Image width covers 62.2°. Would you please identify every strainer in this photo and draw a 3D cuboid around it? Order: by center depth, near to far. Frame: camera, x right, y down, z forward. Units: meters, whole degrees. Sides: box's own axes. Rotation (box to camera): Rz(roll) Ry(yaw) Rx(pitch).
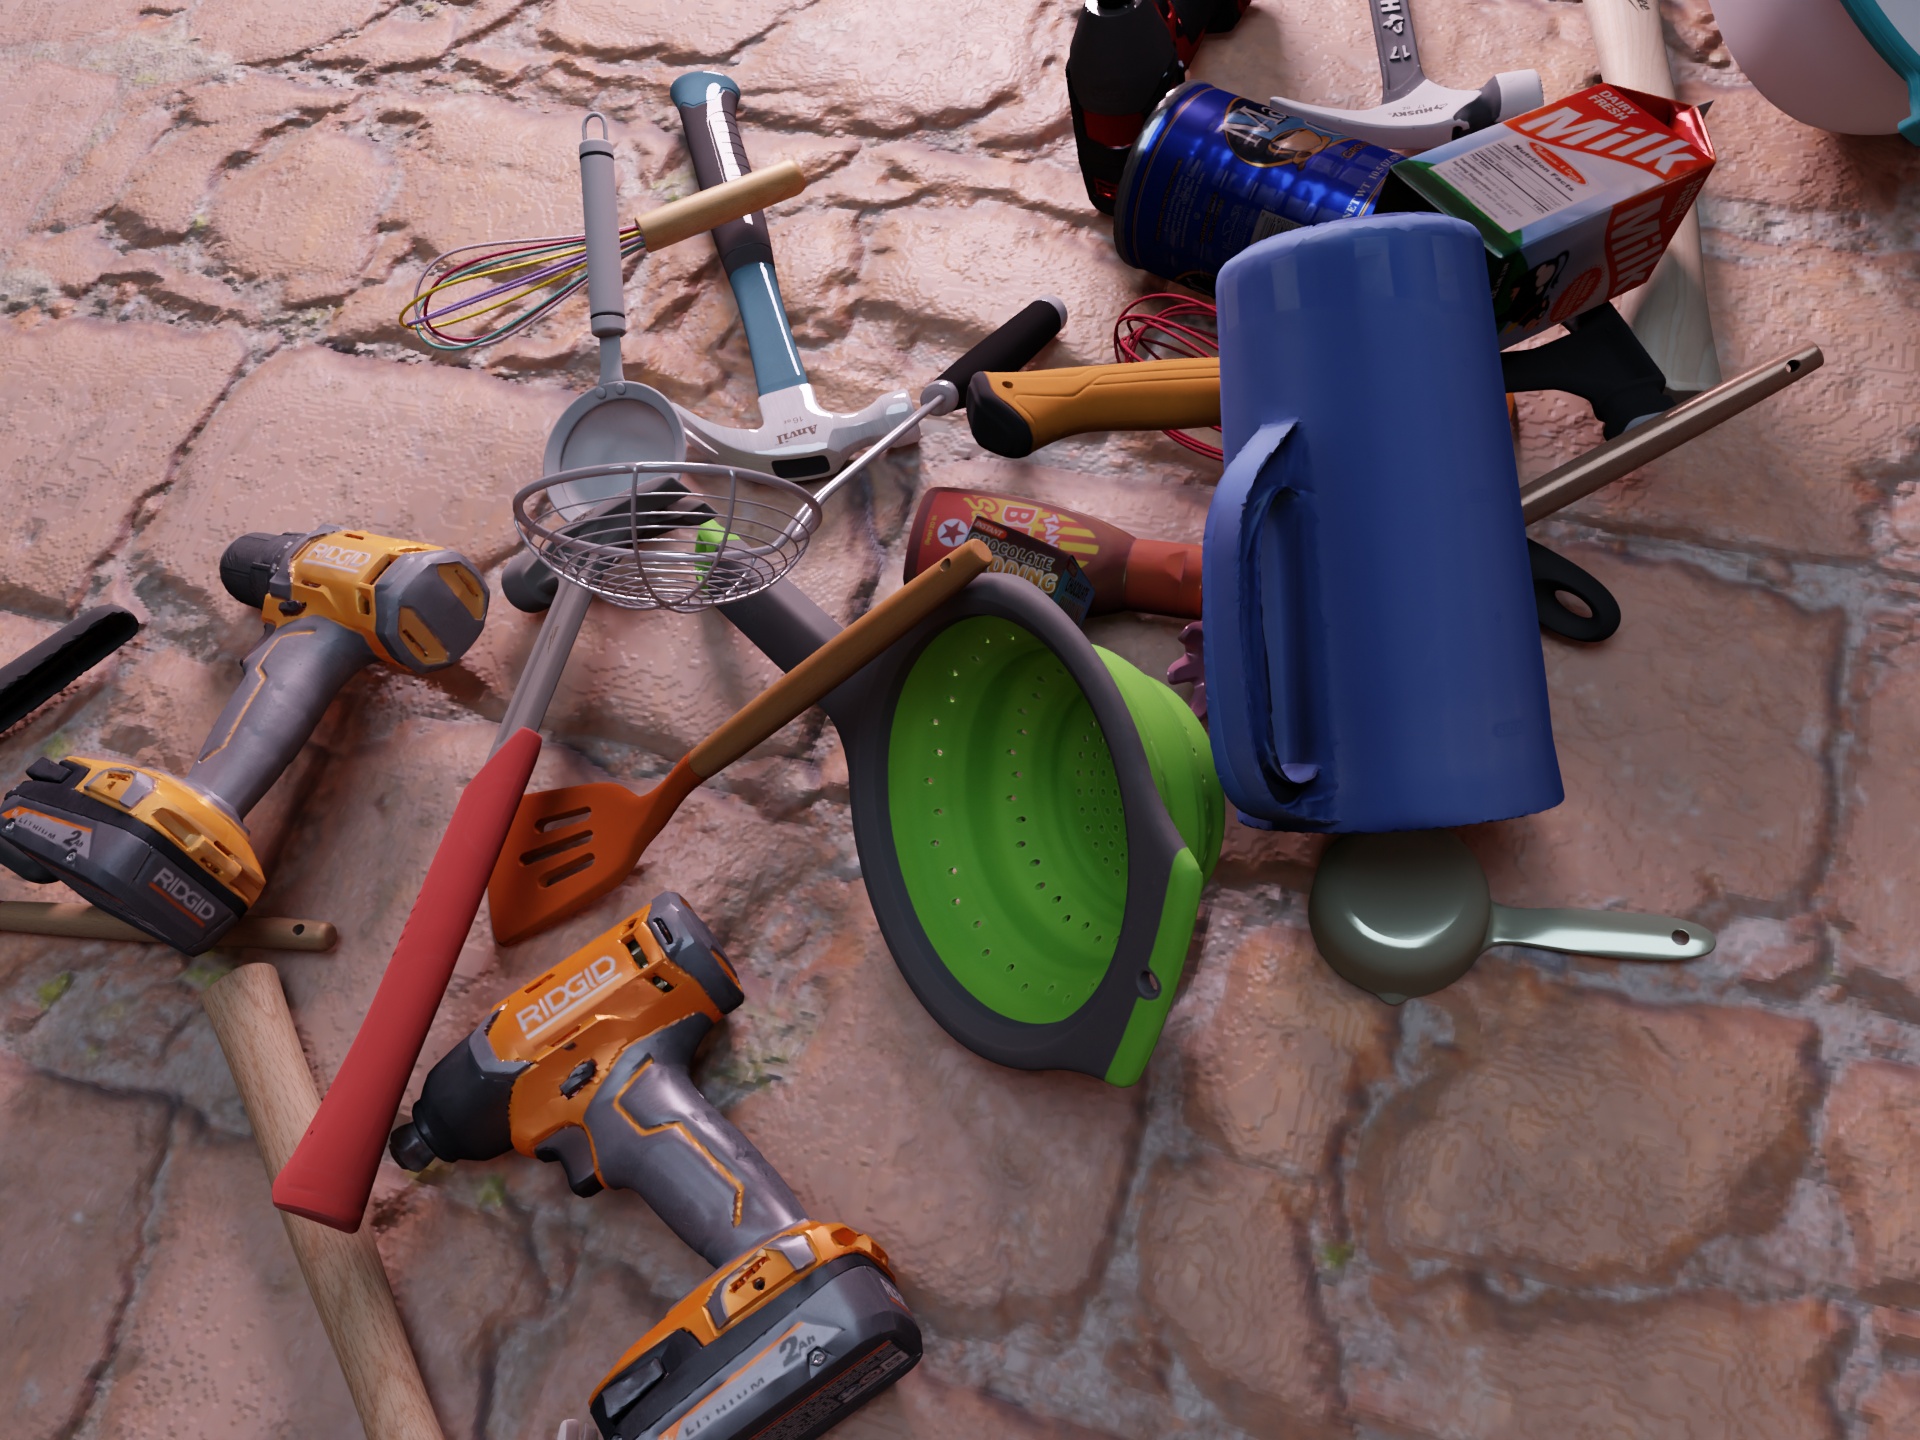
[{"bbox_3d":[0.428,-0.444,0.839,0.211,0.095,0.340,-32,92,-36],"label":"strainer"},{"bbox_3d":[-0.190,-0.208,0.871,0.087,0.050,0.258,-6,86,16],"label":"strainer"}]

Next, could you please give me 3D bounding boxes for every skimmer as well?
[{"bbox_3d":[-0.055,-0.155,0.760,0.127,0.090,0.363,-12,25,43],"label":"skimmer"}]

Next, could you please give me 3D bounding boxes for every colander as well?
[{"bbox_3d":[-0.001,-0.002,0.732,0.094,0.204,0.398,-8,34,-35],"label":"colander"}]

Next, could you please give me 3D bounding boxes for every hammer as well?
[{"bbox_3d":[-0.259,0.240,0.680,0.130,0.031,0.332,-31,60,-7],"label":"hammer"},{"bbox_3d":[-0.215,0.049,0.724,0.149,0.036,0.359,-16,49,41],"label":"hammer"},{"bbox_3d":[0.166,-0.165,0.752,0.337,0.034,0.127,-7,55,-13],"label":"hammer"},{"bbox_3d":[0.389,-0.335,0.880,0.146,0.038,0.411,1,62,9],"label":"hammer"},{"bbox_3d":[-0.124,-0.272,0.939,0.128,0.033,0.331,-17,60,-1],"label":"hammer"},{"bbox_3d":[0.254,-0.505,1.000,0.149,0.036,0.409,-5,60,9],"label":"hammer"}]

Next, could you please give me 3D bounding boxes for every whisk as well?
[{"bbox_3d":[0.194,-0.126,0.789,0.296,0.073,0.073,37,73,20],"label":"whisk"},{"bbox_3d":[-0.202,-0.269,0.906,0.245,0.047,0.051,-24,59,-10],"label":"whisk"}]

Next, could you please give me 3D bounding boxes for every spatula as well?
[{"bbox_3d":[-0.108,0.007,0.706,0.322,0.041,0.081,-34,53,34],"label":"spatula"}]

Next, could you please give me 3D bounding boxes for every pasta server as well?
[{"bbox_3d":[0.240,-0.087,0.725,0.316,0.040,0.060,-28,94,12],"label":"pasta server"}]

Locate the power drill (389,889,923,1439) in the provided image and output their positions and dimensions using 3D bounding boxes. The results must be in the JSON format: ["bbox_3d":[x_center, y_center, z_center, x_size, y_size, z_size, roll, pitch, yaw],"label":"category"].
[{"bbox_3d":[-0.134,0.198,0.655,0.164,0.084,0.227,-33,57,-7],"label":"power drill"}]

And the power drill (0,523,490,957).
[{"bbox_3d":[-0.365,-0.010,0.798,0.185,0.084,0.226,14,58,35],"label":"power drill"}]

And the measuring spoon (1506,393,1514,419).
[{"bbox_3d":[0.262,-0.145,0.787,0.021,0.011,0.117,28,45,3],"label":"measuring spoon"}]

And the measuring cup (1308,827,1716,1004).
[{"bbox_3d":[0.233,0.080,0.674,0.167,0.038,0.083,4,62,15],"label":"measuring cup"}]

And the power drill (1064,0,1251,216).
[{"bbox_3d":[0.115,-0.413,0.913,0.078,0.143,0.220,11,61,19],"label":"power drill"}]

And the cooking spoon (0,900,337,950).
[{"bbox_3d":[-0.460,0.099,0.801,0.319,0.017,0.069,2,60,12],"label":"cooking spoon"}]
